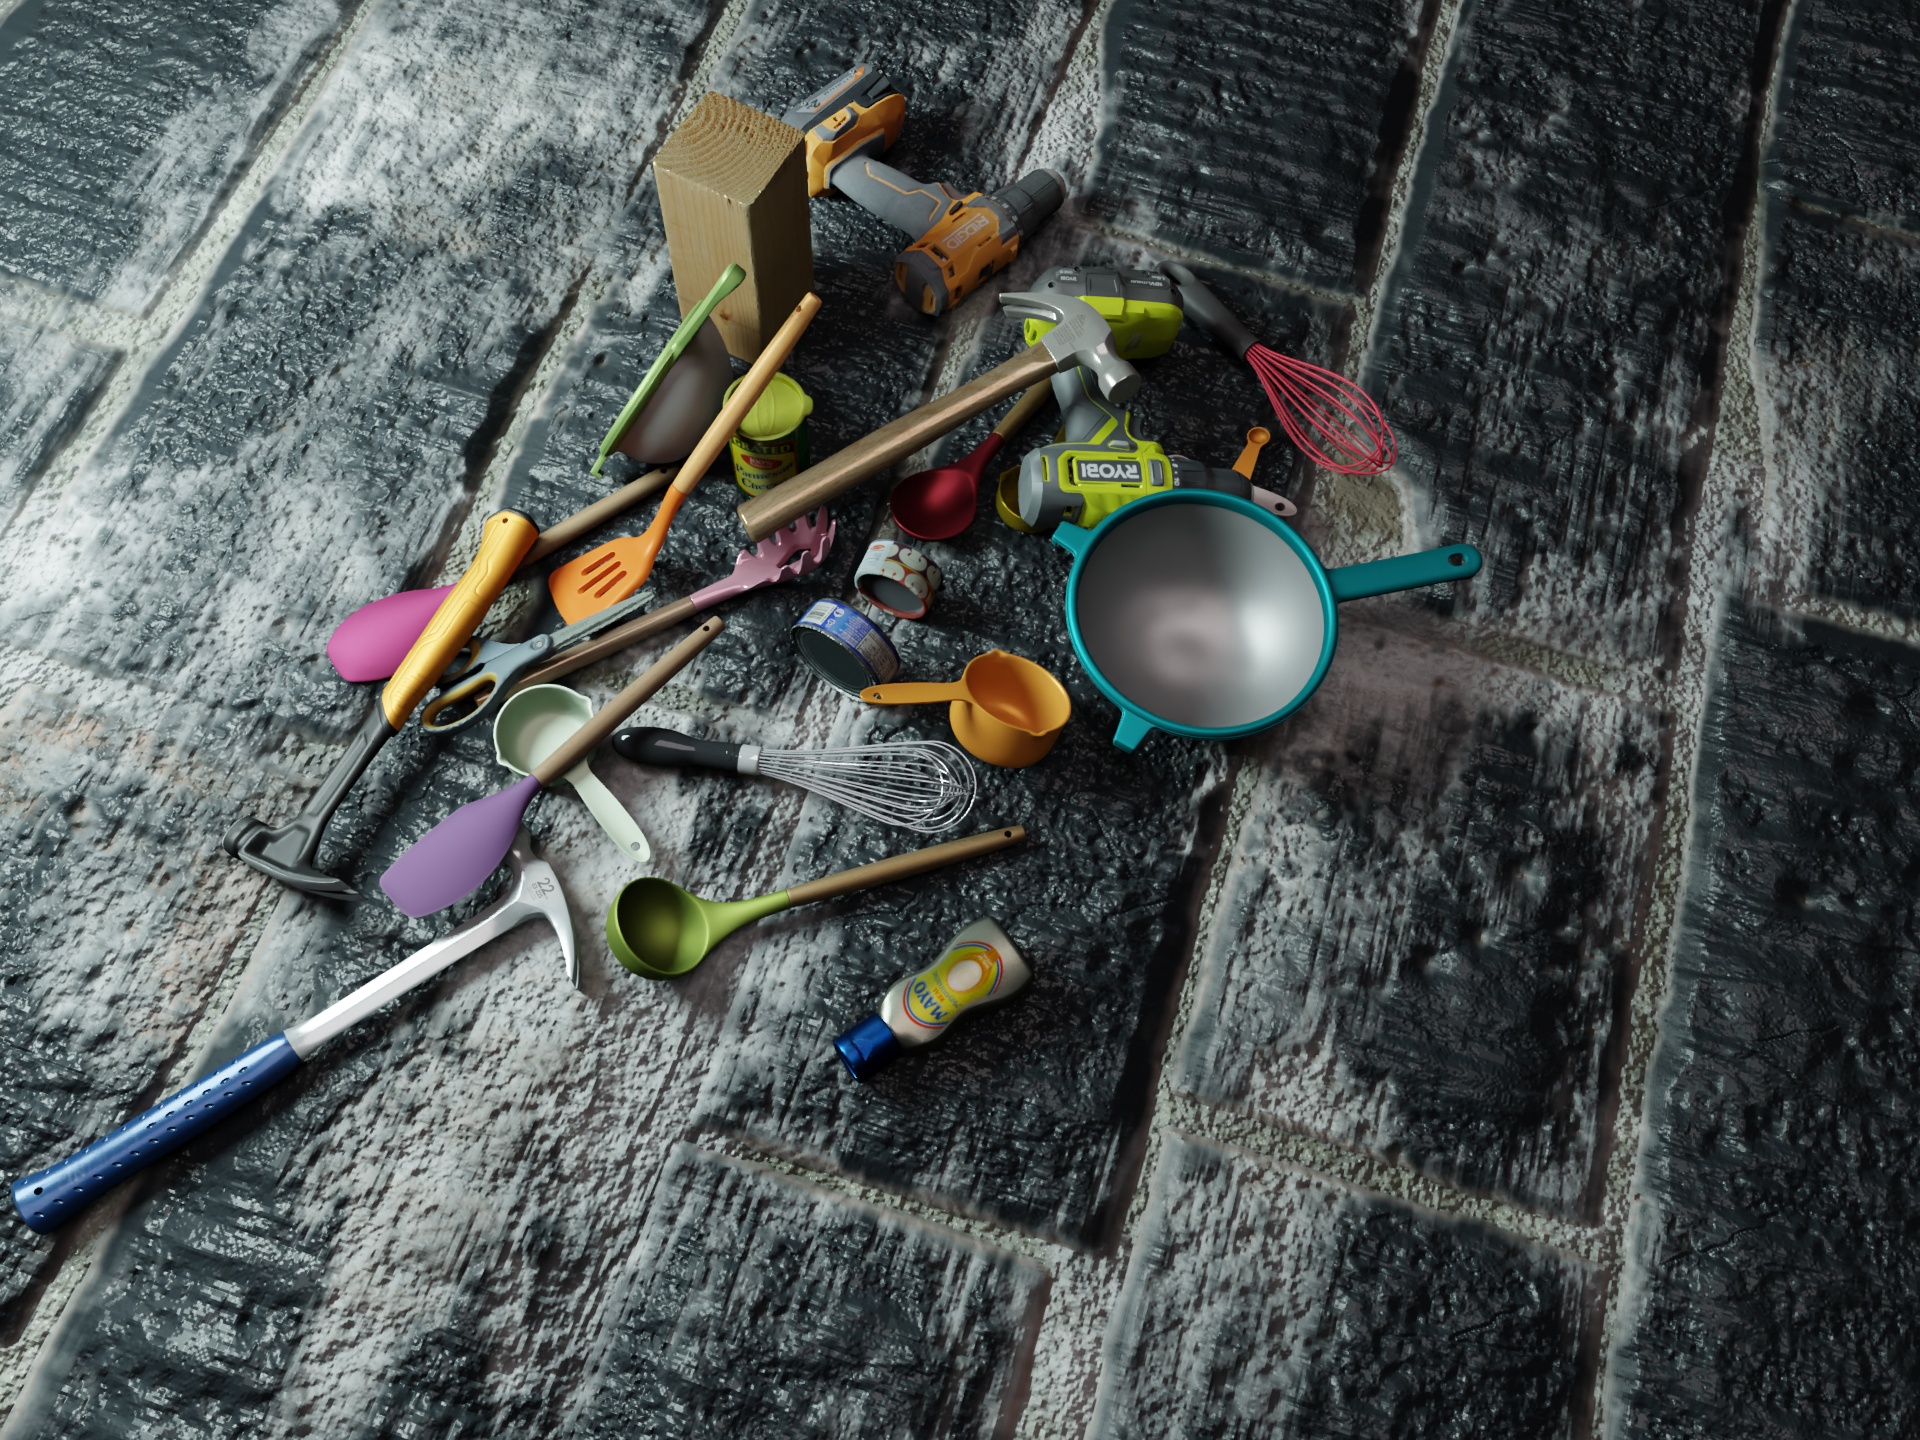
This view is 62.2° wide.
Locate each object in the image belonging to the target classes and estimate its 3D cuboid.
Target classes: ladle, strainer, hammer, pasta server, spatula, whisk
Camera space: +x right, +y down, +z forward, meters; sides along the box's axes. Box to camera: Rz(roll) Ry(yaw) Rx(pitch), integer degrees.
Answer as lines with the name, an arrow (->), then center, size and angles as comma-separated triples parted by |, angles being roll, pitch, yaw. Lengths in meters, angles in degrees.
ladle -> -0.101, 0.121, 1.174 | 0.320, 0.062, 0.078 | -15, 68, -12
strainer -> -0.203, -0.278, 1.262 | 0.069, 0.256, 0.151 | 35, 61, -16
strainer -> 0.243, -0.082, 1.263 | 0.340, 0.095, 0.211 | -11, 70, -10
hammer -> -0.030, -0.238, 1.273 | 0.331, 0.031, 0.130 | -29, 65, 0
ladle -> 0.047, -0.261, 1.368 | 0.069, 0.031, 0.315 | 37, 67, 8
pasta server -> -0.241, -0.087, 1.269 | 0.316, 0.040, 0.060 | -26, 49, -12
hammer -> -0.456, 0.227, 1.118 | 0.405, 0.035, 0.144 | -33, 71, -16
spatula -> -0.293, 0.029, 1.183 | 0.060, 0.018, 0.316 | 41, 72, 17
whisk -> -0.128, 0.034, 1.214 | 0.284, 0.070, 0.070 | 8, 66, 5
spatula -> -0.211, -0.202, 1.238 | 0.322, 0.041, 0.081 | -50, 52, 18
hammer -> -0.415, -0.023, 1.208 | 0.127, 0.034, 0.337 | 16, 66, 27
whisk -> 0.268, -0.311, 1.389 | 0.073, 0.073, 0.296 | -33, 65, -16

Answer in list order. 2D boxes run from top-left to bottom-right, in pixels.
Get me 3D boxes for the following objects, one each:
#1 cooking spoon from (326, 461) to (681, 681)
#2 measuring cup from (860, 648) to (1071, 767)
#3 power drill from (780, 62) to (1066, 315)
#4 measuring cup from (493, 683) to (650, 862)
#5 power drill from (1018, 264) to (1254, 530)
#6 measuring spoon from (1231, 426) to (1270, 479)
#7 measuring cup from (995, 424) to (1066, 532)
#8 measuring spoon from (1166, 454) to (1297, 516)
cooking spoon -> -0.364, -0.128, 1.291 | 0.319, 0.017, 0.069 | -33, 73, -16
measuring cup -> -0.002, -0.004, 1.207 | 0.173, 0.052, 0.095 | -1, 45, -27
power drill -> -0.031, -0.491, 1.441 | 0.185, 0.084, 0.226 | -41, 78, -19
measuring cup -> -0.287, 0.047, 1.209 | 0.083, 0.038, 0.168 | -37, 77, -16
power drill -> 0.140, -0.261, 1.327 | 0.190, 0.080, 0.229 | 0, 67, -10
measuring spoon -> 0.238, -0.203, 1.363 | 0.021, 0.011, 0.117 | 21, 70, 17
measuring cup -> 0.080, -0.219, 1.355 | 0.062, 0.029, 0.157 | 31, 59, 4
measuring spoon -> 0.224, -0.193, 1.348 | 0.124, 0.018, 0.034 | 20, 67, 9
